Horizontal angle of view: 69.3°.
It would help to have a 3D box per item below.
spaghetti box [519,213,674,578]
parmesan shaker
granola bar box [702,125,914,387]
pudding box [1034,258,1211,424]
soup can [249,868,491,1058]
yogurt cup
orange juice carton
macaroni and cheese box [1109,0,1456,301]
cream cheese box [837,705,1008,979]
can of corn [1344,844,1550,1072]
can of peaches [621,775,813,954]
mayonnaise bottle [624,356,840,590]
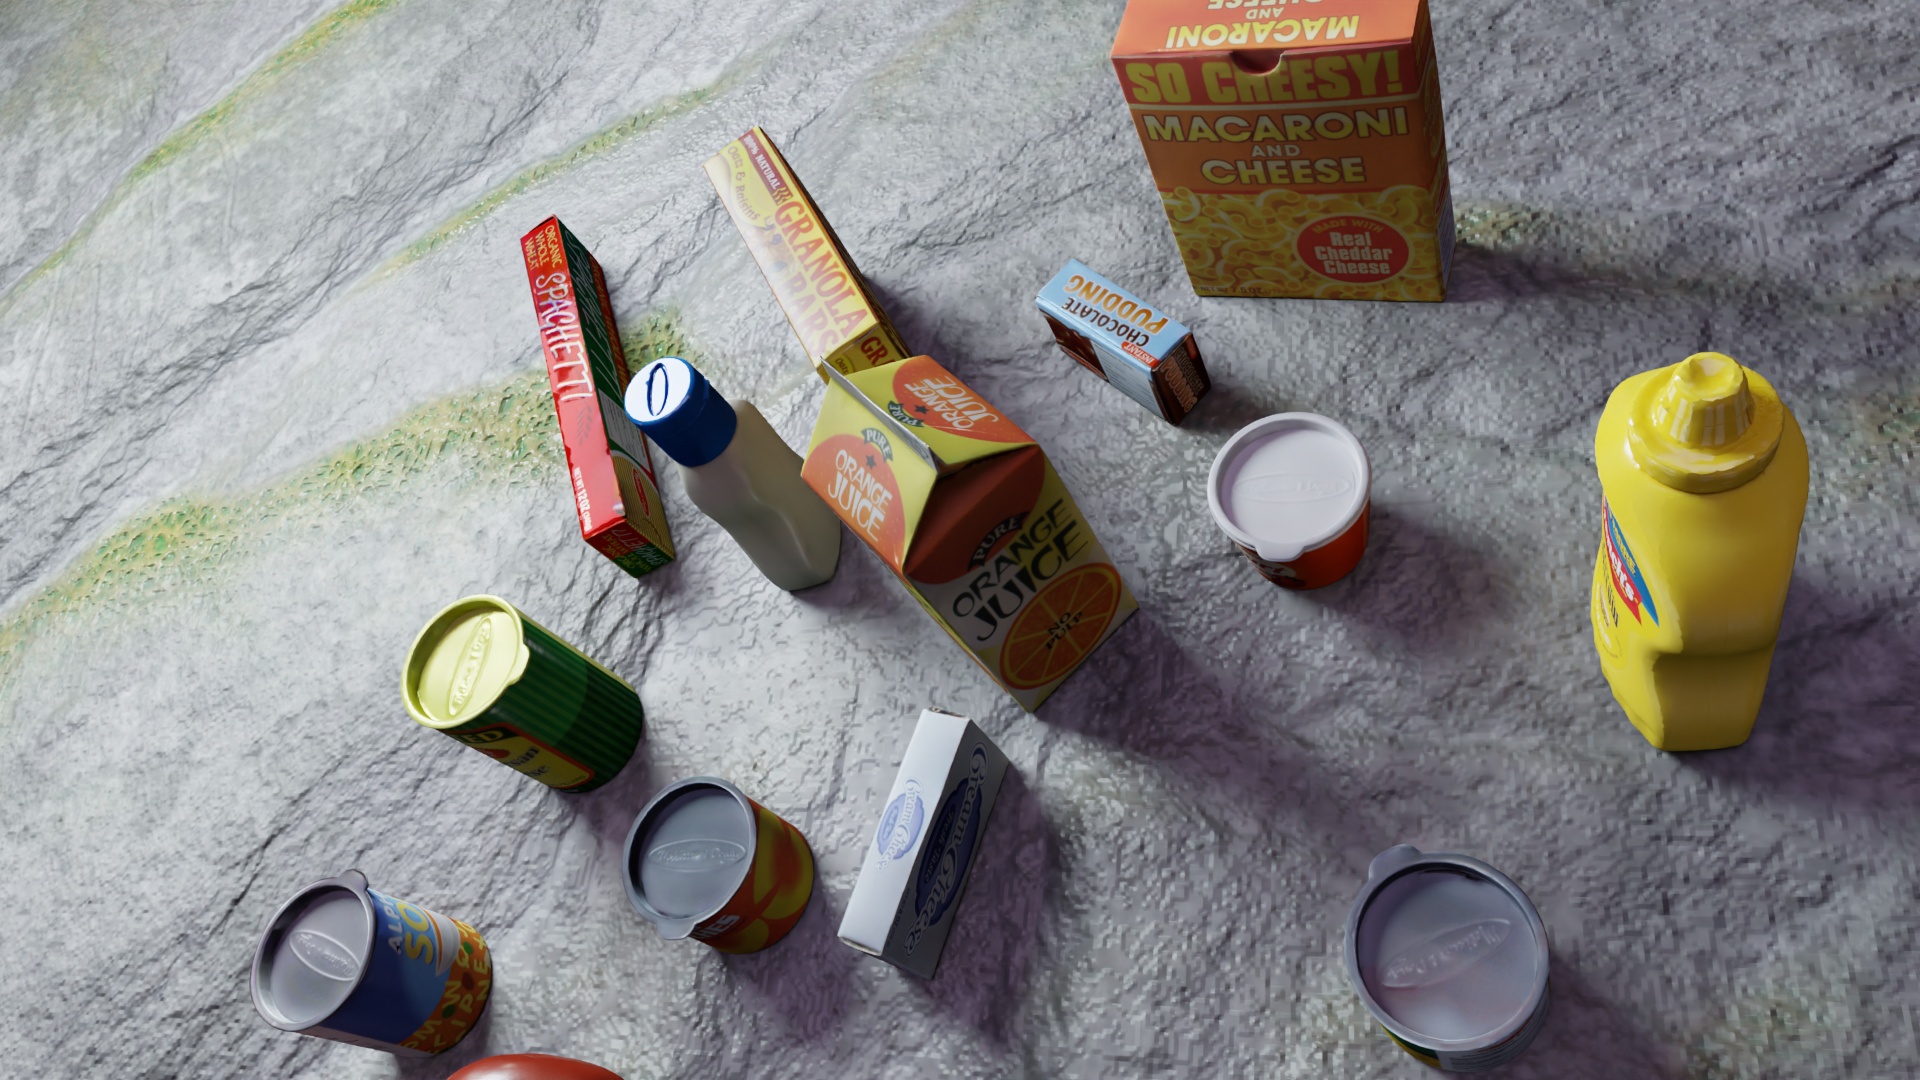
[{"bbox_3d":[-0.212,-0.089,0.800,0.028,0.050,0.251,-28,55,7],"label":"spaghetti box"},{"bbox_3d":[-0.206,0.077,0.671,0.071,0.102,0.071,-11,59,18],"label":"parmesan shaker"},{"bbox_3d":[-0.061,-0.116,0.704,0.039,0.124,0.166,-33,55,4],"label":"granola bar box"},{"bbox_3d":[0.079,-0.098,0.679,0.030,0.049,0.084,-47,55,-6],"label":"pudding box"},{"bbox_3d":[-0.268,0.197,0.643,0.071,0.083,0.071,-10,59,18],"label":"soup can"},{"bbox_3d":[0.145,-0.014,0.600,0.072,0.053,0.073,-10,59,18],"label":"yogurt cup"},{"bbox_3d":[0.002,-0.007,0.574,0.073,0.192,0.072,-44,55,-4],"label":"orange juice carton"},{"bbox_3d":[0.149,-0.171,0.618,0.124,0.166,0.040,6,66,26],"label":"macaroni and cheese box"},{"bbox_3d":[-0.014,0.128,0.590,0.024,0.053,0.104,10,67,28],"label":"cream cheese box"},{"bbox_3d":[0.173,0.149,0.494,0.071,0.058,0.071,-10,59,18],"label":"can of corn"},{"bbox_3d":[-0.107,0.147,0.616,0.071,0.058,0.071,-10,59,18],"label":"can of peaches"},{"bbox_3d":[-0.105,-0.033,0.662,0.041,0.147,0.065,-15,58,16],"label":"mayonnaise bottle"}]
